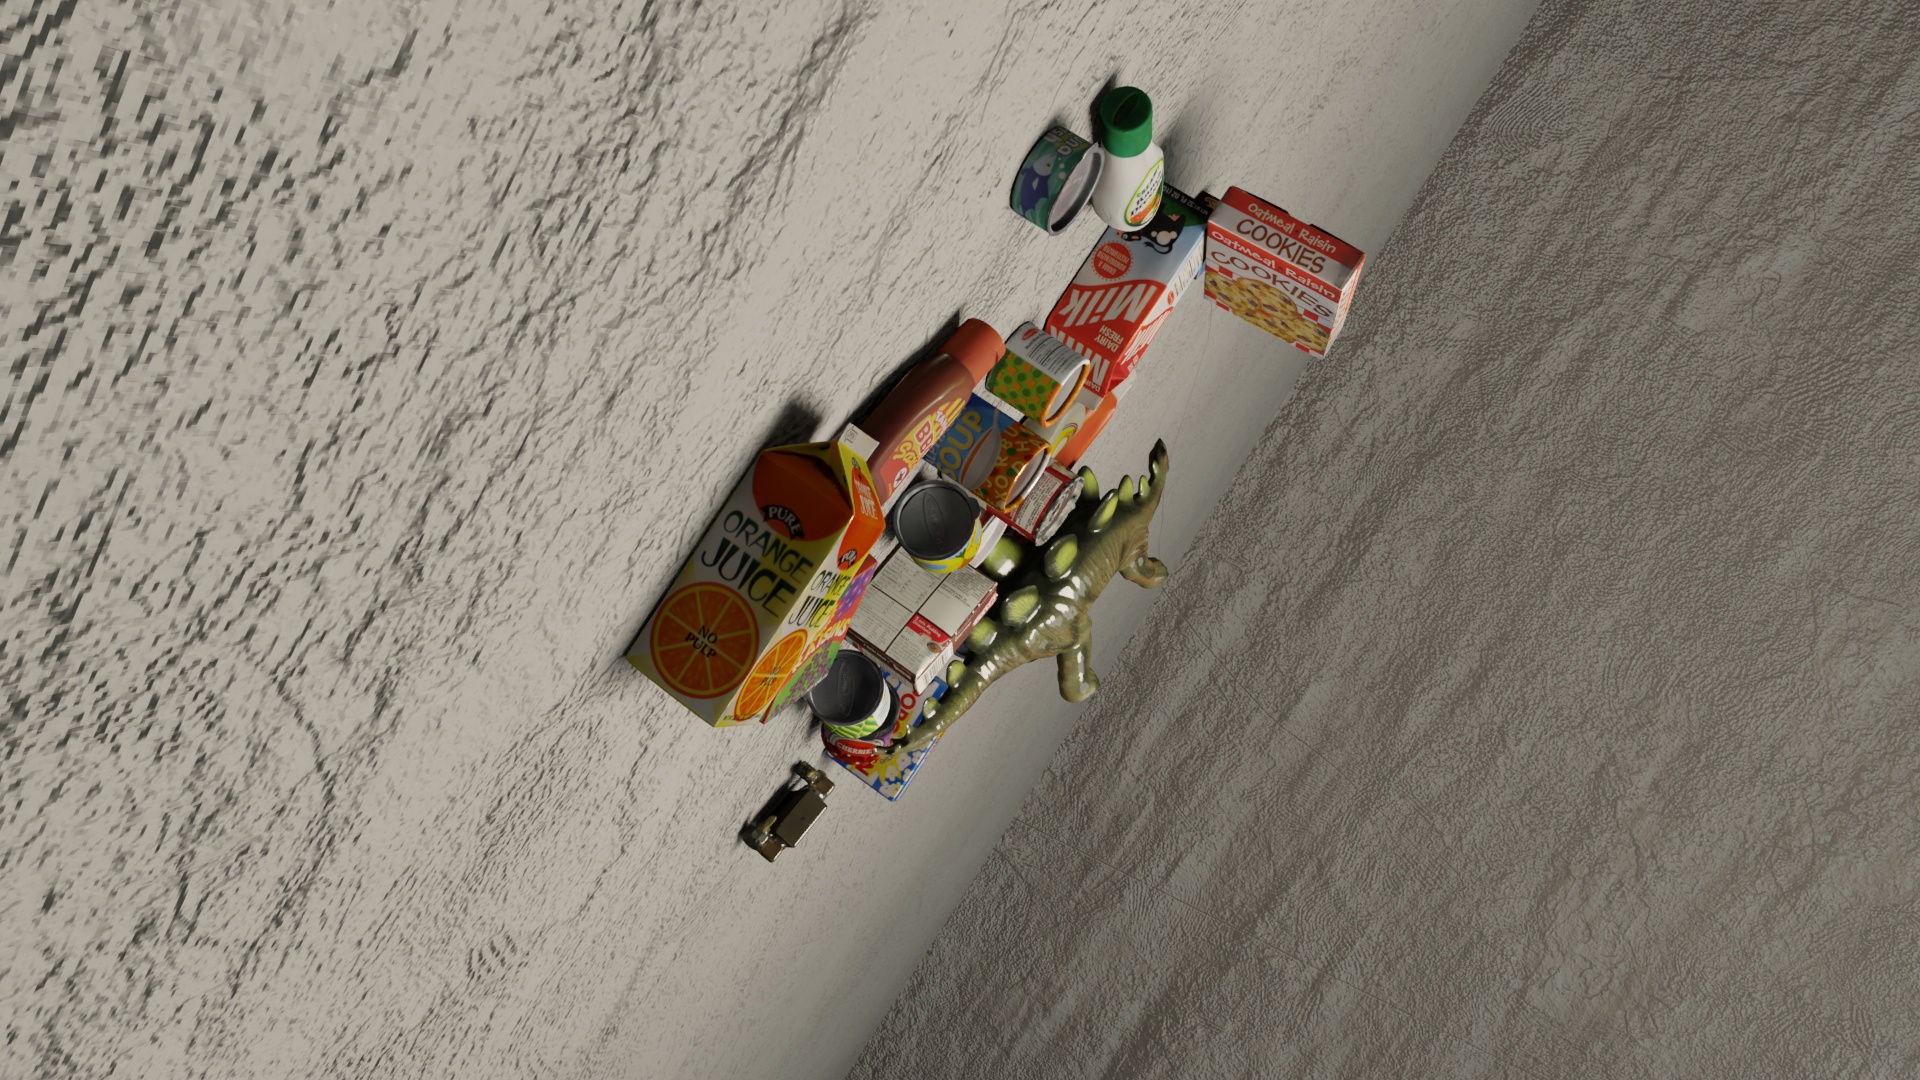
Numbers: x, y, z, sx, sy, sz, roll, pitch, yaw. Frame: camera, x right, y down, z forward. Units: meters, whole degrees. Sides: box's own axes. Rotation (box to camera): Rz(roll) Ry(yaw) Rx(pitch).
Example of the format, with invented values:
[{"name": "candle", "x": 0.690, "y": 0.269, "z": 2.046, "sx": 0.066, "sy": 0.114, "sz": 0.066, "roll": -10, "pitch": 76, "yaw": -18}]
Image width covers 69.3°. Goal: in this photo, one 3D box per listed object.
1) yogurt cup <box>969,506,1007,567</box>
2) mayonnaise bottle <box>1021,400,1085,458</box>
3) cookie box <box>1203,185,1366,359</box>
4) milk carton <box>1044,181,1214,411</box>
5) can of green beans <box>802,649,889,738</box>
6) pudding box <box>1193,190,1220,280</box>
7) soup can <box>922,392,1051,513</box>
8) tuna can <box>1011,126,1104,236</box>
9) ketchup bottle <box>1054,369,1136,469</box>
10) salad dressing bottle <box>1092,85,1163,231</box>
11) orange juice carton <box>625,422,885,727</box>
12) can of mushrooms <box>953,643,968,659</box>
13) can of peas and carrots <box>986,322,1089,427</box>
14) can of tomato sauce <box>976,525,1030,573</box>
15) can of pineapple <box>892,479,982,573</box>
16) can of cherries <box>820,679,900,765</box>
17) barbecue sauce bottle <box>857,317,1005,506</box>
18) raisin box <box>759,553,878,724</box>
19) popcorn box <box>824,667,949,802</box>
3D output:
[{"name": "yogurt cup", "x": 0.004, "y": -0.015, "z": 1.208, "sx": 0.072, "sy": 0.054, "sz": 0.072, "roll": -51, "pitch": 166, "yaw": -18}, {"name": "mayonnaise bottle", "x": 0.059, "y": -0.076, "z": 1.280, "sx": 0.149, "sy": 0.041, "sz": 0.064, "roll": -49, "pitch": 164, "yaw": -26}, {"name": "cookie box", "x": 0.269, "y": -0.224, "z": 1.174, "sx": 0.040, "sy": 0.123, "sz": 0.167, "roll": -58, "pitch": 166, "yaw": -6}, {"name": "milk carton", "x": 0.137, "y": -0.206, "z": 1.180, "sx": 0.190, "sy": 0.072, "sz": 0.073, "roll": -57, "pitch": 166, "yaw": 2}, {"name": "can of green beans", "x": -0.095, "y": 0.132, "z": 1.186, "sx": 0.071, "sy": 0.071, "sz": 0.057, "roll": -52, "pitch": 167, "yaw": -14}, {"name": "pudding box", "x": 0.231, "y": -0.294, "z": 1.338, "sx": 0.084, "sy": 0.050, "sz": 0.030, "roll": -48, "pitch": 163, "yaw": -27}, {"name": "soup can", "x": 0.017, "y": -0.069, "z": 1.064, "sx": 0.071, "sy": 0.084, "sz": 0.071, "roll": -50, "pitch": 165, "yaw": -19}, {"name": "tuna can", "x": 0.066, "y": -0.243, "z": 0.931, "sx": 0.071, "sy": 0.033, "sz": 0.070, "roll": -51, "pitch": 166, "yaw": -18}, {"name": "ketchup bottle", "x": 0.121, "y": -0.120, "z": 1.383, "sx": 0.149, "sy": 0.043, "sz": 0.064, "roll": -51, "pitch": 162, "yaw": -20}, {"name": "salad dressing bottle", "x": 0.122, "y": -0.278, "z": 1.018, "sx": 0.064, "sy": 0.044, "sz": 0.147, "roll": -53, "pitch": 166, "yaw": -5}, {"name": "orange juice carton", "x": -0.111, "y": 0.014, "z": 0.844, "sx": 0.192, "sy": 0.073, "sz": 0.072, "roll": -56, "pitch": 166, "yaw": 2}, {"name": "can of mushrooms", "x": 0.016, "y": 0.091, "z": 1.473, "sx": 0.071, "sy": 0.071, "sz": 0.033, "roll": -57, "pitch": 166, "yaw": 7}, {"name": "can of peas and carrots", "x": 0.063, "y": -0.132, "z": 1.125, "sx": 0.071, "sy": 0.059, "sz": 0.070, "roll": -50, "pitch": 165, "yaw": -19}, {"name": "can of tomato sauce", "x": 0.048, "y": 0.023, "z": 1.411, "sx": 0.083, "sy": 0.071, "sz": 0.071, "roll": -52, "pitch": 166, "yaw": -15}, {"name": "can of pineapple", "x": -0.016, "y": -0.010, "z": 1.120, "sx": 0.071, "sy": 0.071, "sz": 0.057, "roll": -54, "pitch": 167, "yaw": -6}, {"name": "can of cherries", "x": -0.092, "y": 0.165, "z": 1.269, "sx": 0.072, "sy": 0.071, "sz": 0.058, "roll": -45, "pitch": 164, "yaw": -38}, {"name": "barbecue sauce bottle", "x": -0.027, "y": -0.091, "z": 0.950, "sx": 0.149, "sy": 0.044, "sz": 0.064, "roll": -51, "pitch": 164, "yaw": -22}, {"name": "raisin box", "x": -0.116, "y": 0.064, "z": 1.018, "sx": 0.086, "sy": 0.040, "sz": 0.122, "roll": -35, "pitch": 157, "yaw": -53}, {"name": "popcorn box", "x": -0.063, "y": 0.183, "z": 1.374, "sx": 0.126, "sy": 0.085, "sz": 0.038, "roll": -56, "pitch": 167, "yaw": 1}]
